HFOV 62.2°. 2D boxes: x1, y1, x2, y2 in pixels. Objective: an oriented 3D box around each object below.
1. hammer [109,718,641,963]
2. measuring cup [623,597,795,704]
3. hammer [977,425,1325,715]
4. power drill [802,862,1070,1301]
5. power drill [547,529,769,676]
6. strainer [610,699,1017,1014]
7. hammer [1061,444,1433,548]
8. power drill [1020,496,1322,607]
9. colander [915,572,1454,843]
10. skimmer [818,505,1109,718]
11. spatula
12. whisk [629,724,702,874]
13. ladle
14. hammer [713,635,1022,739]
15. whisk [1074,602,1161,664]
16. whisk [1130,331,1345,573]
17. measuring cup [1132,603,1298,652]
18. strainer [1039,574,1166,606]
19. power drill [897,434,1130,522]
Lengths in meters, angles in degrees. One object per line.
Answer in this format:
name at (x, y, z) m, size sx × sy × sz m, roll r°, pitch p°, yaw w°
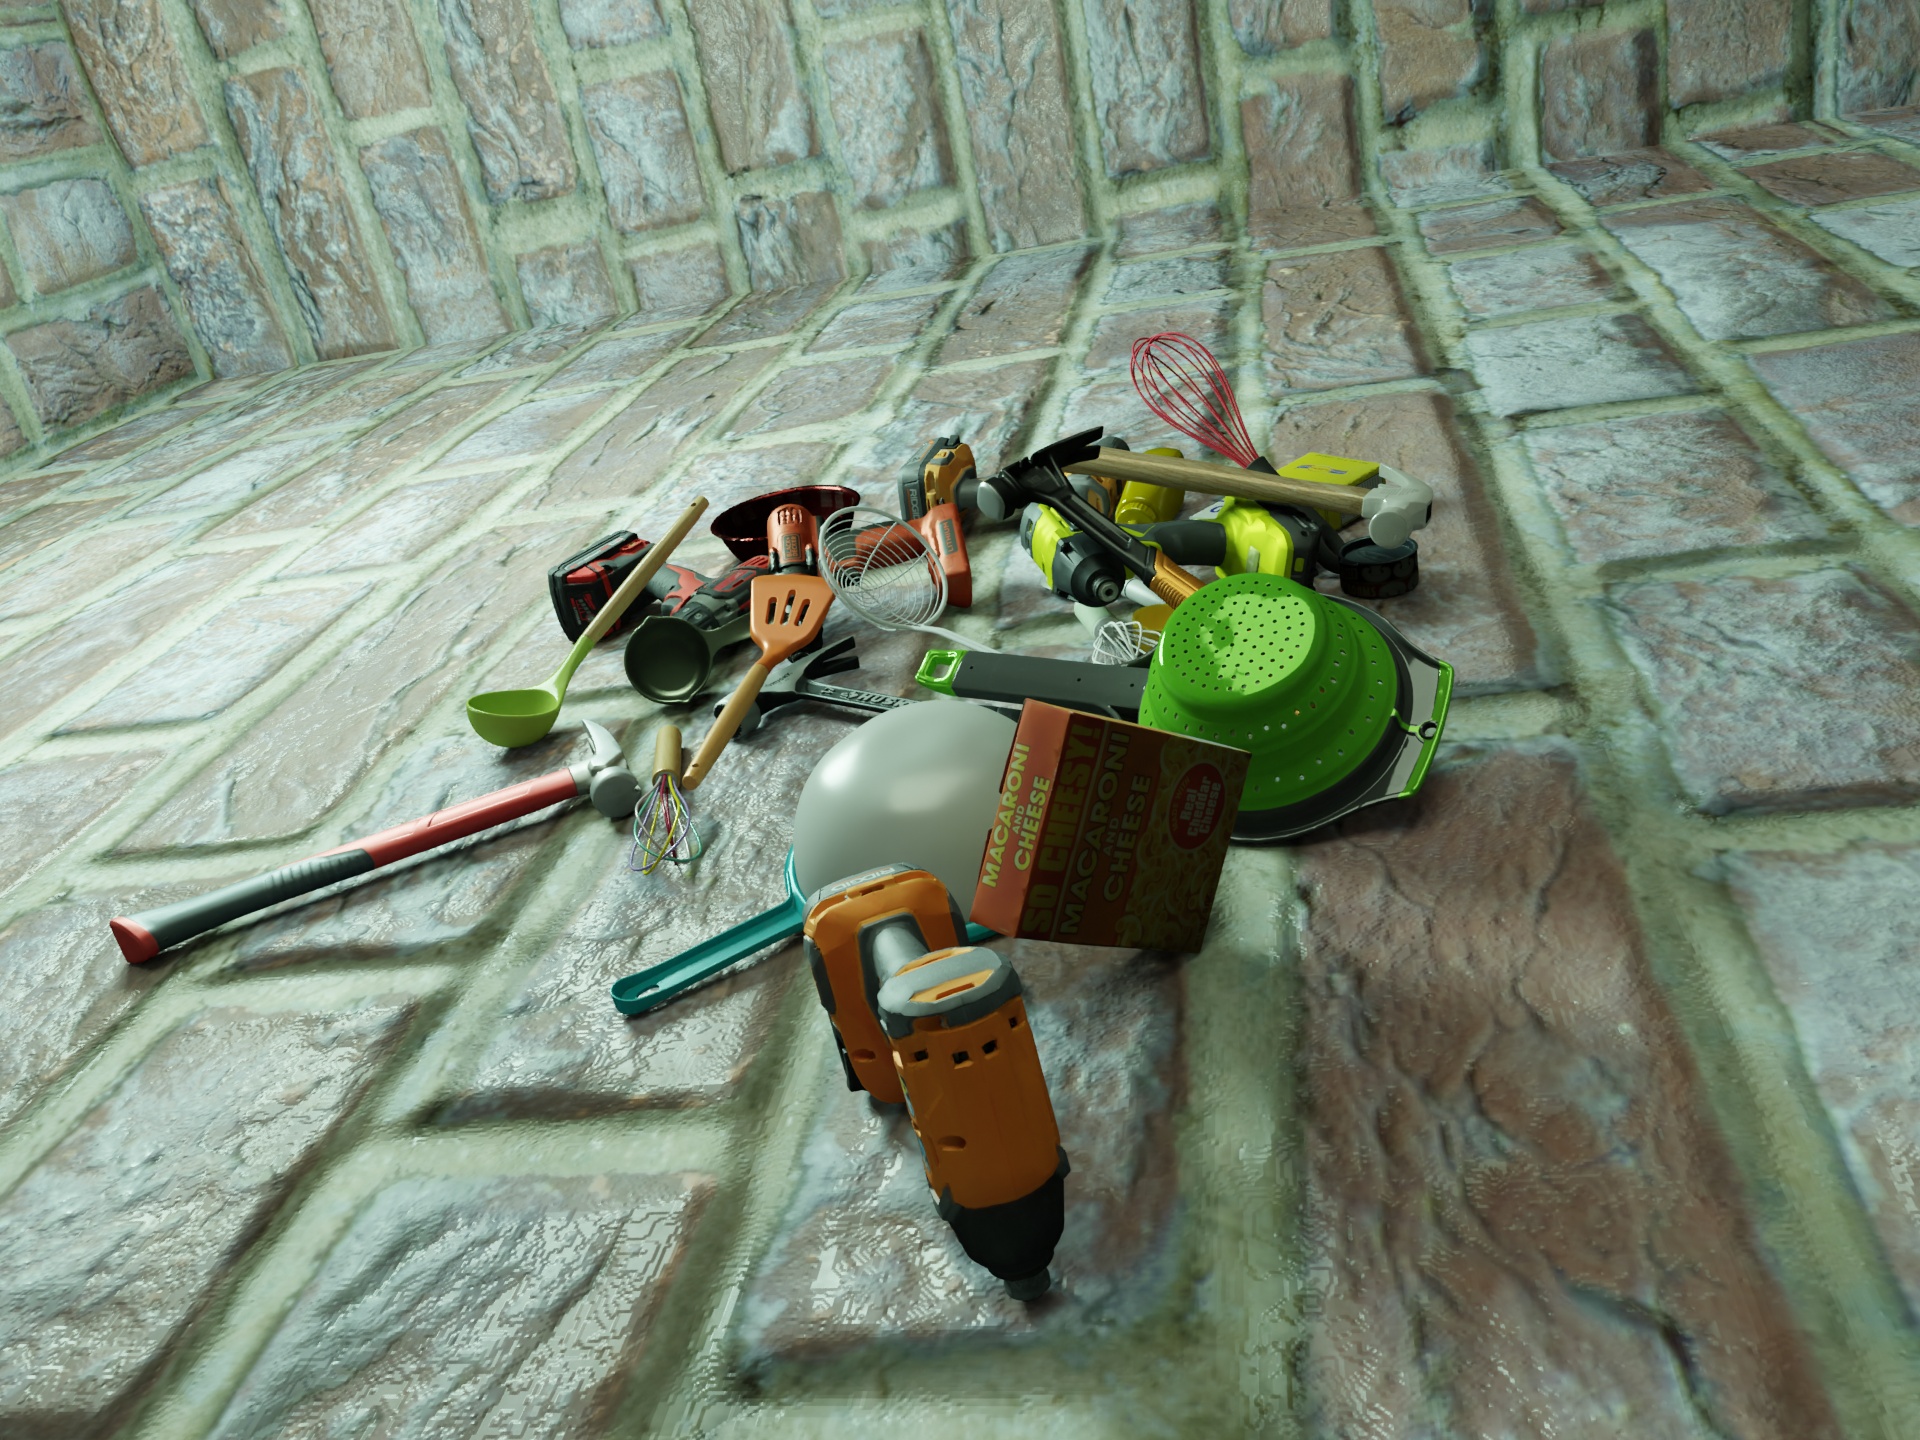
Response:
hammer at (-0.446, 0.093, 1.227) m, size 0.386 × 0.038 × 0.143 m, roll -20°, pitch 26°, yaw -17°
measuring cup at (-0.217, -0.069, 1.408) m, size 0.167 × 0.083 × 0.038 m, roll -24°, pitch -2°, yaw -13°
hammer at (0.167, -0.105, 1.205) m, size 0.127 × 0.034 × 0.337 m, roll -31°, pitch 59°, yaw -27°
power drill at (-0.010, 0.170, 0.779) m, size 0.084 × 0.164 × 0.227 m, roll -17°, pitch 14°, yaw -12°
power drill at (-0.296, -0.107, 1.532) m, size 0.227 × 0.080 × 0.188 m, roll 13°, pitch 37°, yaw 35°
strainer at (-0.077, 0.076, 1.023) m, size 0.340 × 0.095 × 0.211 m, roll -26°, pitch 34°, yaw -21°
hammer at (0.232, -0.202, 1.343) m, size 0.331 × 0.031 × 0.130 m, roll 14°, pitch 28°, yaw 27°
power drill at (0.177, -0.136, 1.324) m, size 0.223 × 0.080 × 0.171 m, roll -2°, pitch 25°, yaw -13°
colander at (0.125, -0.038, 1.089) m, size 0.397 × 0.094 × 0.205 m, roll 7°, pitch 60°, yaw 32°
skimmer at (0.018, -0.088, 1.299) m, size 0.127 × 0.090 × 0.364 m, roll -10°, pitch 26°, yaw -41°
spatula at (-0.170, -0.037, 1.283) m, size 0.081 × 0.041 × 0.323 m, roll 4°, pitch 28°, yaw 8°
whisk at (-0.222, 0.052, 1.210) m, size 0.051 × 0.047 × 0.245 m, roll 0°, pitch 21°, yaw -9°
ladle at (-0.326, -0.099, 1.434) m, size 0.078 × 0.062 × 0.320 m, roll 16°, pitch 58°, yaw 31°
hammer at (-0.002, -0.004, 1.242) m, size 0.409 × 0.036 × 0.149 m, roll 10°, pitch 32°, yaw 37°
whisk at (0.121, -0.070, 1.288) m, size 0.058 × 0.059 × 0.246 m, roll -28°, pitch 15°, yaw 3°
whisk at (0.252, -0.243, 1.428) m, size 0.073 × 0.073 × 0.296 m, roll -27°, pitch 69°, yaw -28°
measuring cup at (0.210, -0.059, 1.283) m, size 0.157 × 0.029 × 0.062 m, roll 19°, pitch 33°, yaw 29°
strainer at (0.148, -0.123, 1.415) m, size 0.087 × 0.050 × 0.259 m, roll -25°, pitch 32°, yaw -22°
power drill at (0.067, -0.256, 1.677) m, size 0.226 × 0.084 × 0.185 m, roll 2°, pitch 28°, yaw 18°
